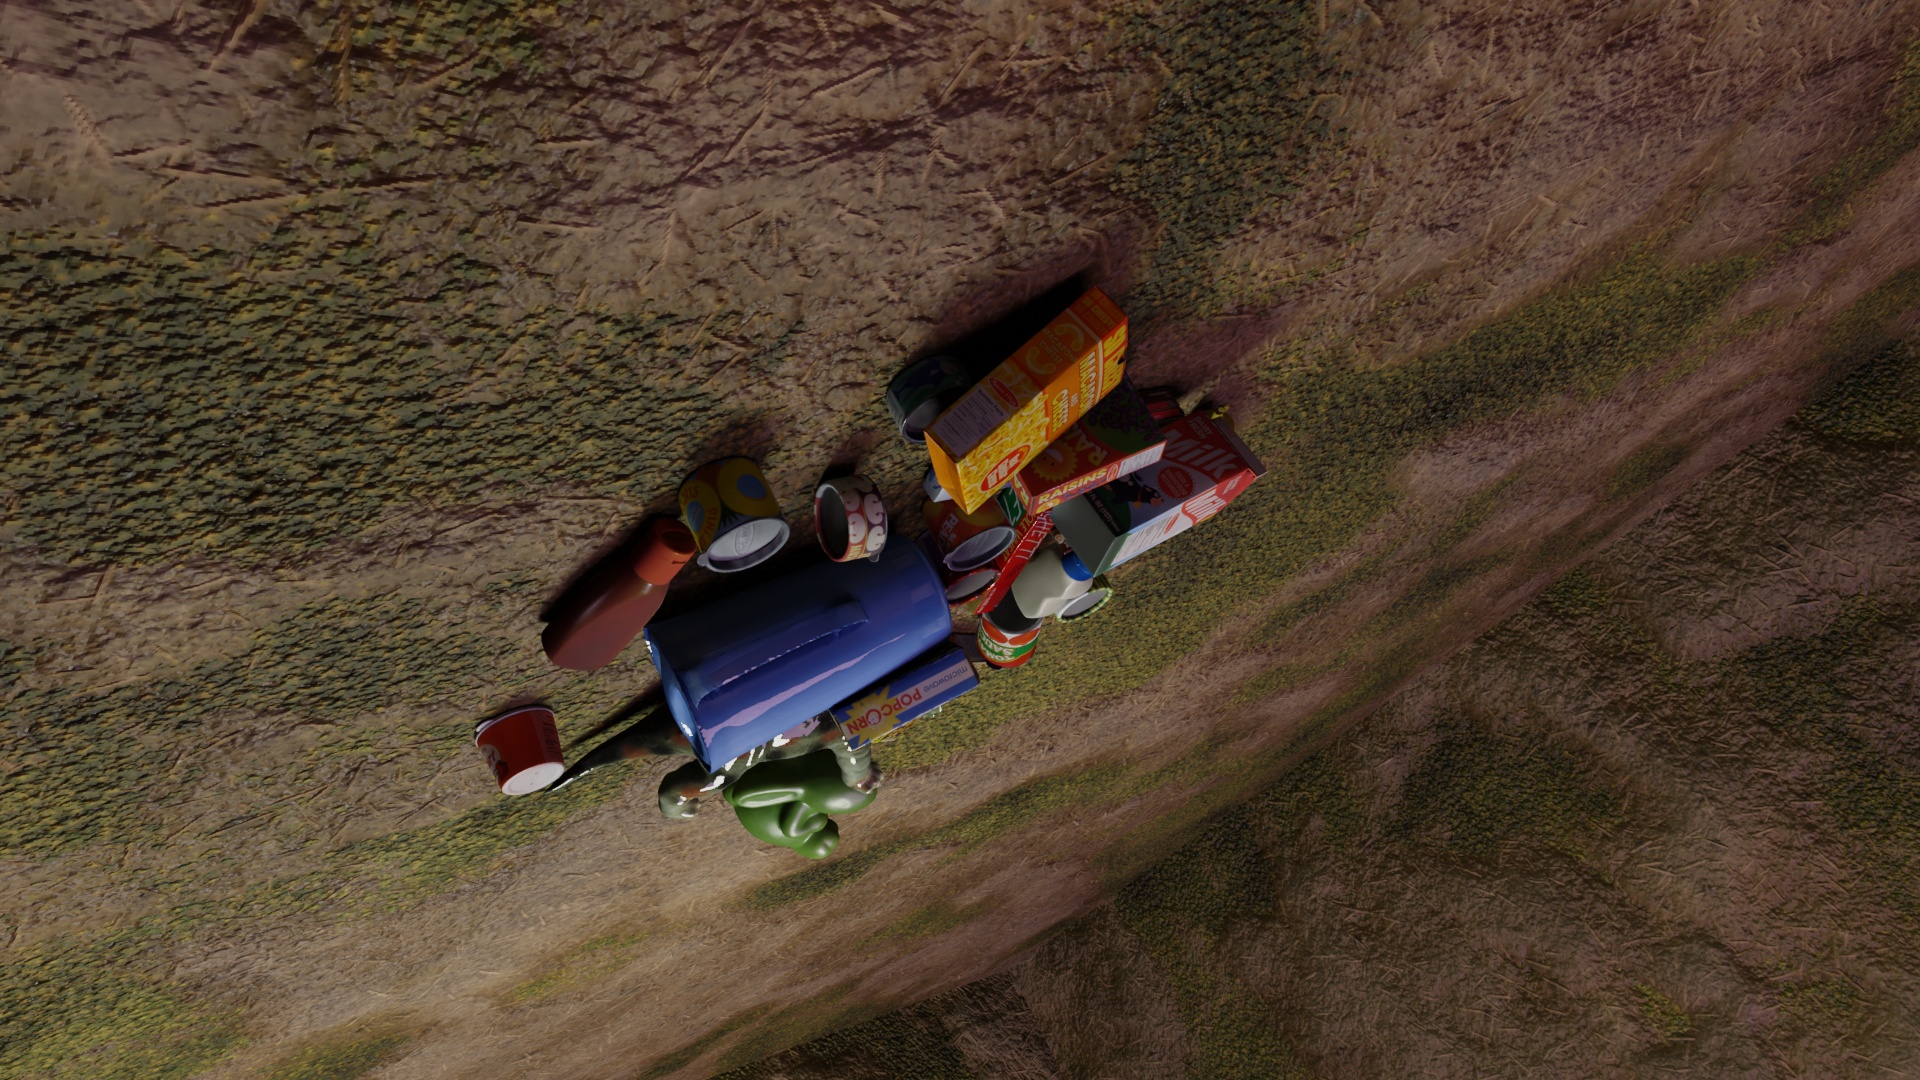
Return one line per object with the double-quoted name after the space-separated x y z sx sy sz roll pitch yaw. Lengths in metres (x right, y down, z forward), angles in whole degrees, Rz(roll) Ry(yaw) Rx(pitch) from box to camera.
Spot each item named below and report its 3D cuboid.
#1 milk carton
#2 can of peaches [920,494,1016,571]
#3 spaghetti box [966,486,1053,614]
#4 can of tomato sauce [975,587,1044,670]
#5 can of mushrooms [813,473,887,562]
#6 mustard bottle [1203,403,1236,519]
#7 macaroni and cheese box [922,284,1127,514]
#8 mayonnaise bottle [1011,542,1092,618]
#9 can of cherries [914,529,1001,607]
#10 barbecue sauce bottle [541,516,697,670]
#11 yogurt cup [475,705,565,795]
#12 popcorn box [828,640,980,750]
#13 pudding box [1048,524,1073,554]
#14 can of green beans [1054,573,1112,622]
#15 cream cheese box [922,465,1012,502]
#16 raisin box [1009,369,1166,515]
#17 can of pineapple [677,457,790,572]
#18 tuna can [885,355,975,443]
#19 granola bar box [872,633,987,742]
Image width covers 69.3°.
0.178 -0.050 1.209 0.191 0.072 0.073 -26 158 -25 "milk carton"
0.004 -0.015 1.207 0.071 0.058 0.071 -23 156 -11 "can of peaches"
0.055 -0.019 1.265 0.029 0.050 0.248 -14 152 -33 "spaghetti box"
0.051 0.088 1.453 0.071 0.071 0.082 -22 155 -16 "can of tomato sauce"
-0.087 -0.015 1.090 0.033 0.071 0.070 -11 151 -31 "can of mushrooms"
0.234 -0.081 1.328 0.049 0.065 0.159 -27 151 -18 "mustard bottle"
0.052 -0.102 1.043 0.167 0.040 0.123 -41 165 -8 "macaroni and cheese box"
0.098 0.031 1.351 0.041 0.065 0.147 -12 170 -27 "mayonnaise bottle"
-0.001 0.020 1.269 0.071 0.058 0.071 -23 156 -11 "can of cherries"
-0.254 0.041 1.050 0.148 0.044 0.065 -43 153 28 "barbecue sauce bottle"
-0.373 0.181 1.185 0.072 0.054 0.072 -24 157 -11 "yogurt cup"
-0.051 0.132 1.213 0.127 0.038 0.085 -26 -173 -9 "popcorn box"
0.113 -0.022 1.293 0.049 0.030 0.084 -28 -168 15 "pudding box"
0.118 0.045 1.452 0.071 0.058 0.071 -24 156 -11 "can of green beans"
0.023 -0.064 1.171 0.104 0.024 0.053 -12 150 -34 "cream cheese box"
0.092 -0.084 1.130 0.123 0.086 0.040 -23 160 -13 "raisin box"
-0.167 -0.019 1.009 0.071 0.058 0.070 -24 155 -12 "can of pineapple"
-0.018 -0.106 1.030 0.071 0.033 0.070 -24 156 -11 "tuna can"
-0.064 0.162 1.509 0.165 0.039 0.124 -41 153 25 "granola bar box"
